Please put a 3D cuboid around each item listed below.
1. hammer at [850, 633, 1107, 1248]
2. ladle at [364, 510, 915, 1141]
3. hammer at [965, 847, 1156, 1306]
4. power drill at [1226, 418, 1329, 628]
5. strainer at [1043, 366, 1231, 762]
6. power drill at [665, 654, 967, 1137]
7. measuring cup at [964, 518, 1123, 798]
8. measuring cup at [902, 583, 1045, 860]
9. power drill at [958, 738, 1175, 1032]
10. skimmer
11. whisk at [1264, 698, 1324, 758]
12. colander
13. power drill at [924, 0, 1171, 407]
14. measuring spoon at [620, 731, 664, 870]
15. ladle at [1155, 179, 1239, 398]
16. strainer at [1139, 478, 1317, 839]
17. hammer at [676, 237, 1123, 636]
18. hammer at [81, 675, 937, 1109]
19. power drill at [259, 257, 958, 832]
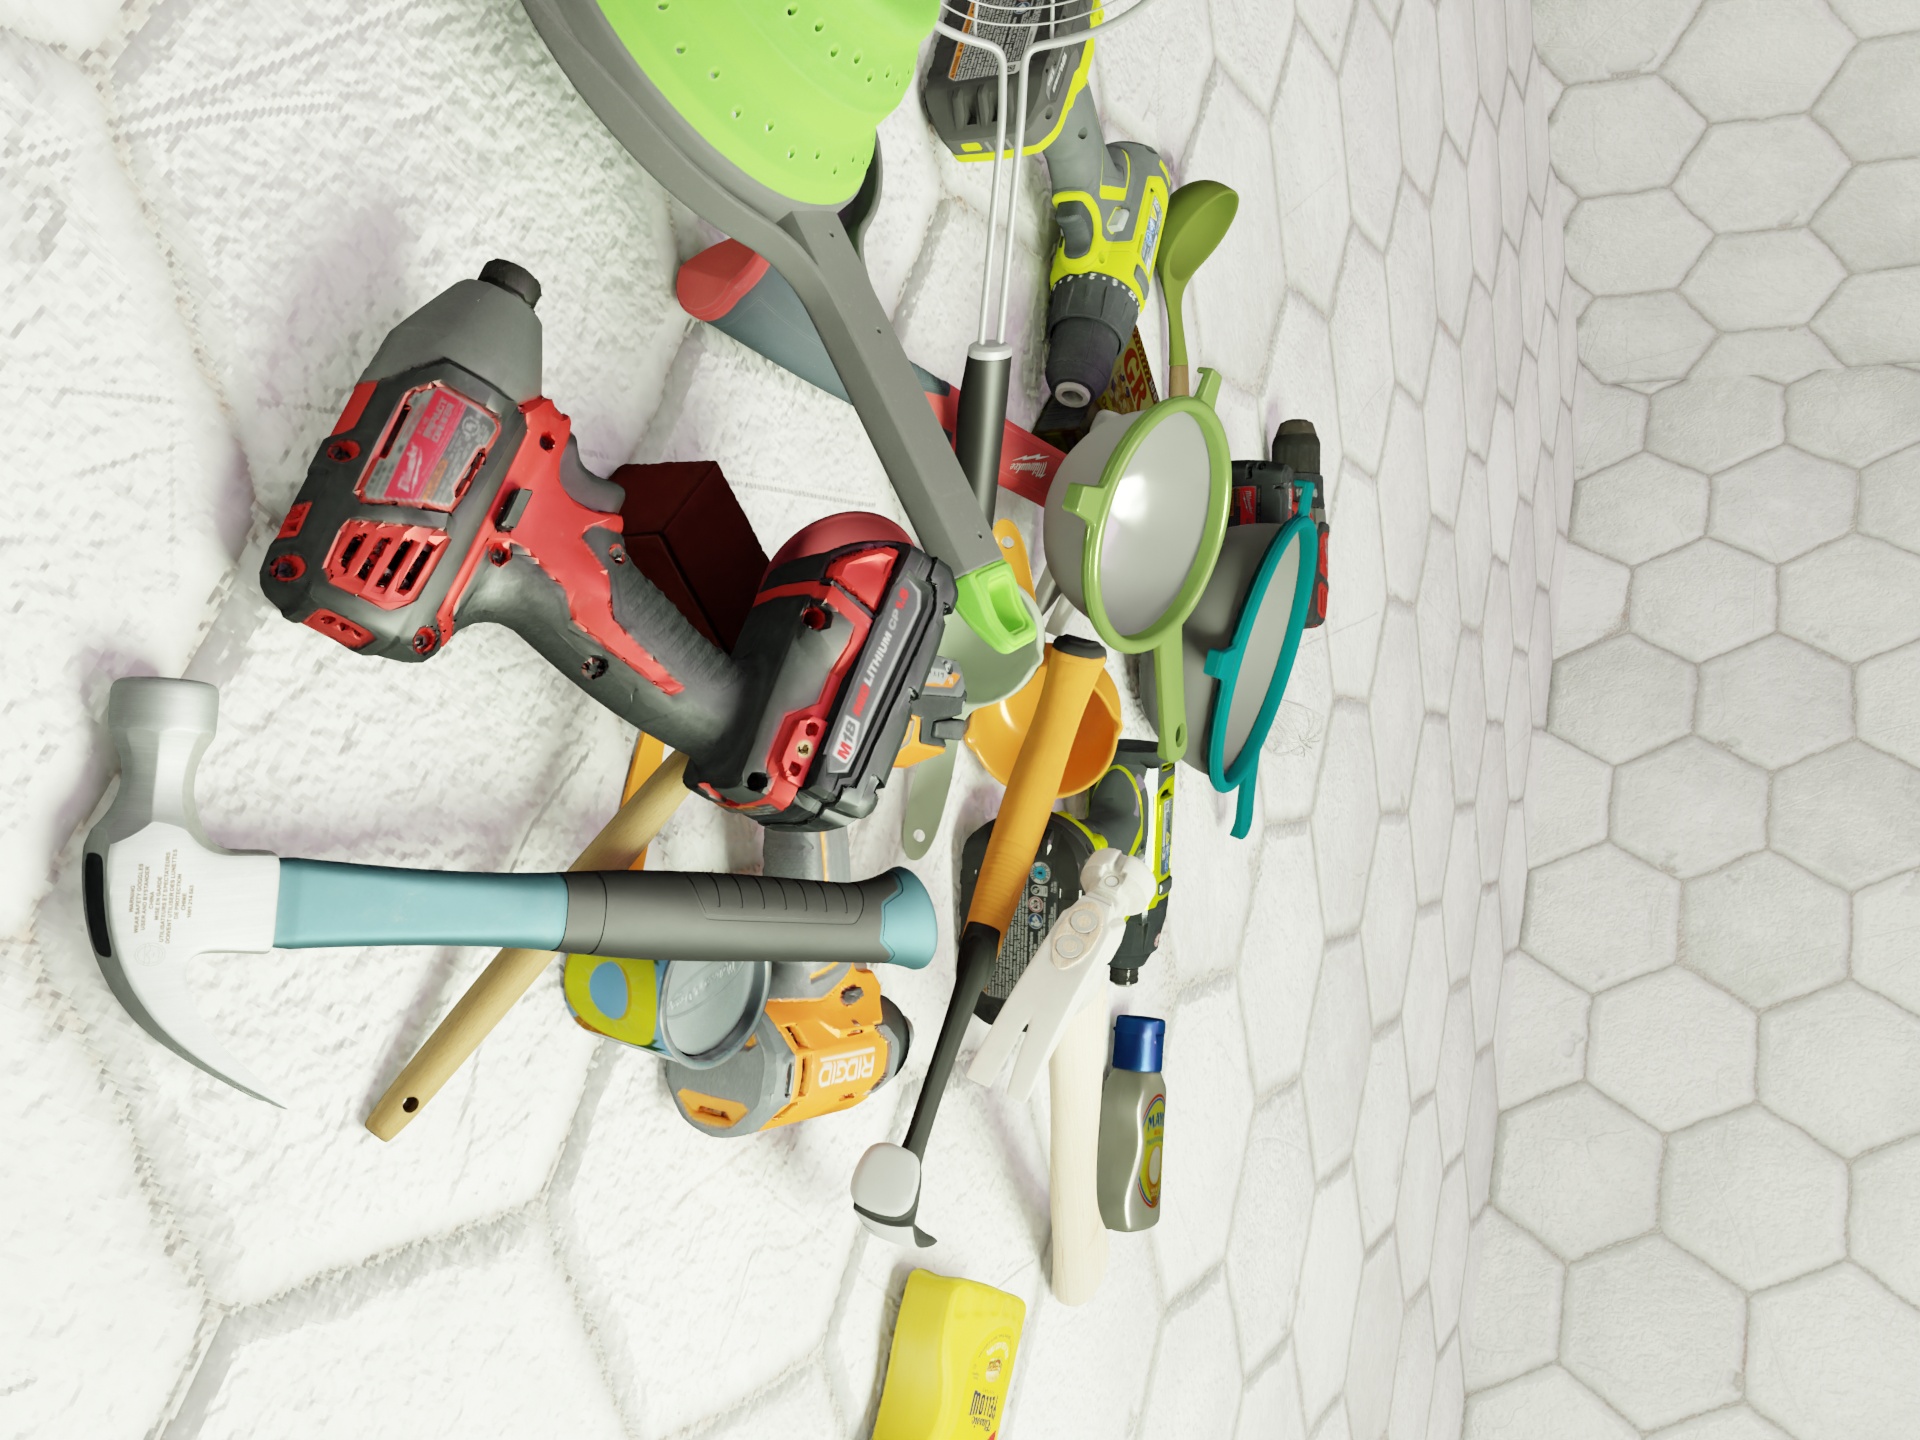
[{"bbox_3d":[0.017,0.104,0.831,0.127,0.034,0.337,84,23,-63],"label":"hammer"},{"bbox_3d":[-0.119,0.033,0.628,0.069,0.031,0.315,51,62,-26],"label":"ladle"},{"bbox_3d":[0.062,0.252,0.924,0.146,0.038,0.410,-54,154,-35],"label":"hammer"},{"bbox_3d":[0.266,-0.174,1.358,0.226,0.080,0.188,-3,94,-64],"label":"power drill"},{"bbox_3d":[0.101,-0.080,0.961,0.151,0.069,0.256,-45,141,-33],"label":"strainer"},{"bbox_3d":[-0.059,0.076,0.765,0.164,0.084,0.226,12,85,-62],"label":"power drill"},{"bbox_3d":[0.045,-0.042,0.939,0.052,0.095,0.173,-63,143,-65],"label":"measuring cup"},{"bbox_3d":[-0.001,-0.003,0.893,0.038,0.083,0.167,-16,122,-74],"label":"measuring cup"},{"bbox_3d":[0.081,0.114,1.027,0.223,0.080,0.171,-20,113,-63],"label":"power drill"},{"bbox_3d":[0.026,-0.221,0.747,0.090,0.127,0.363,-115,-155,-52],"label":"skimmer"},{"bbox_3d":[0.264,-0.017,1.395,0.246,0.059,0.058,34,25,-53],"label":"whisk"},{"bbox_3d":[-0.038,-0.219,0.619,0.397,0.094,0.204,64,30,-2],"label":"colander"},{"bbox_3d":[0.062,-0.324,0.971,0.228,0.080,0.191,51,48,-54],"label":"power drill"},{"bbox_3d":[-0.134,0.030,0.689,0.021,0.011,0.117,31,66,-58],"label":"measuring spoon"},{"bbox_3d":[0.177,-0.243,1.210,0.078,0.062,0.320,-19,110,-57],"label":"ladle"},{"bbox_3d":[0.192,-0.020,1.226,0.211,0.095,0.340,-59,158,-31],"label":"strainer"},{"bbox_3d":[-0.017,-0.149,0.856,0.386,0.038,0.143,15,99,-56],"label":"hammer"},{"bbox_3d":[-0.135,0.068,0.575,0.330,0.033,0.128,9,83,-44],"label":"hammer"},{"bbox_3d":[-0.117,-0.058,0.571,0.219,0.078,0.143,29,72,-28],"label":"power drill"}]
